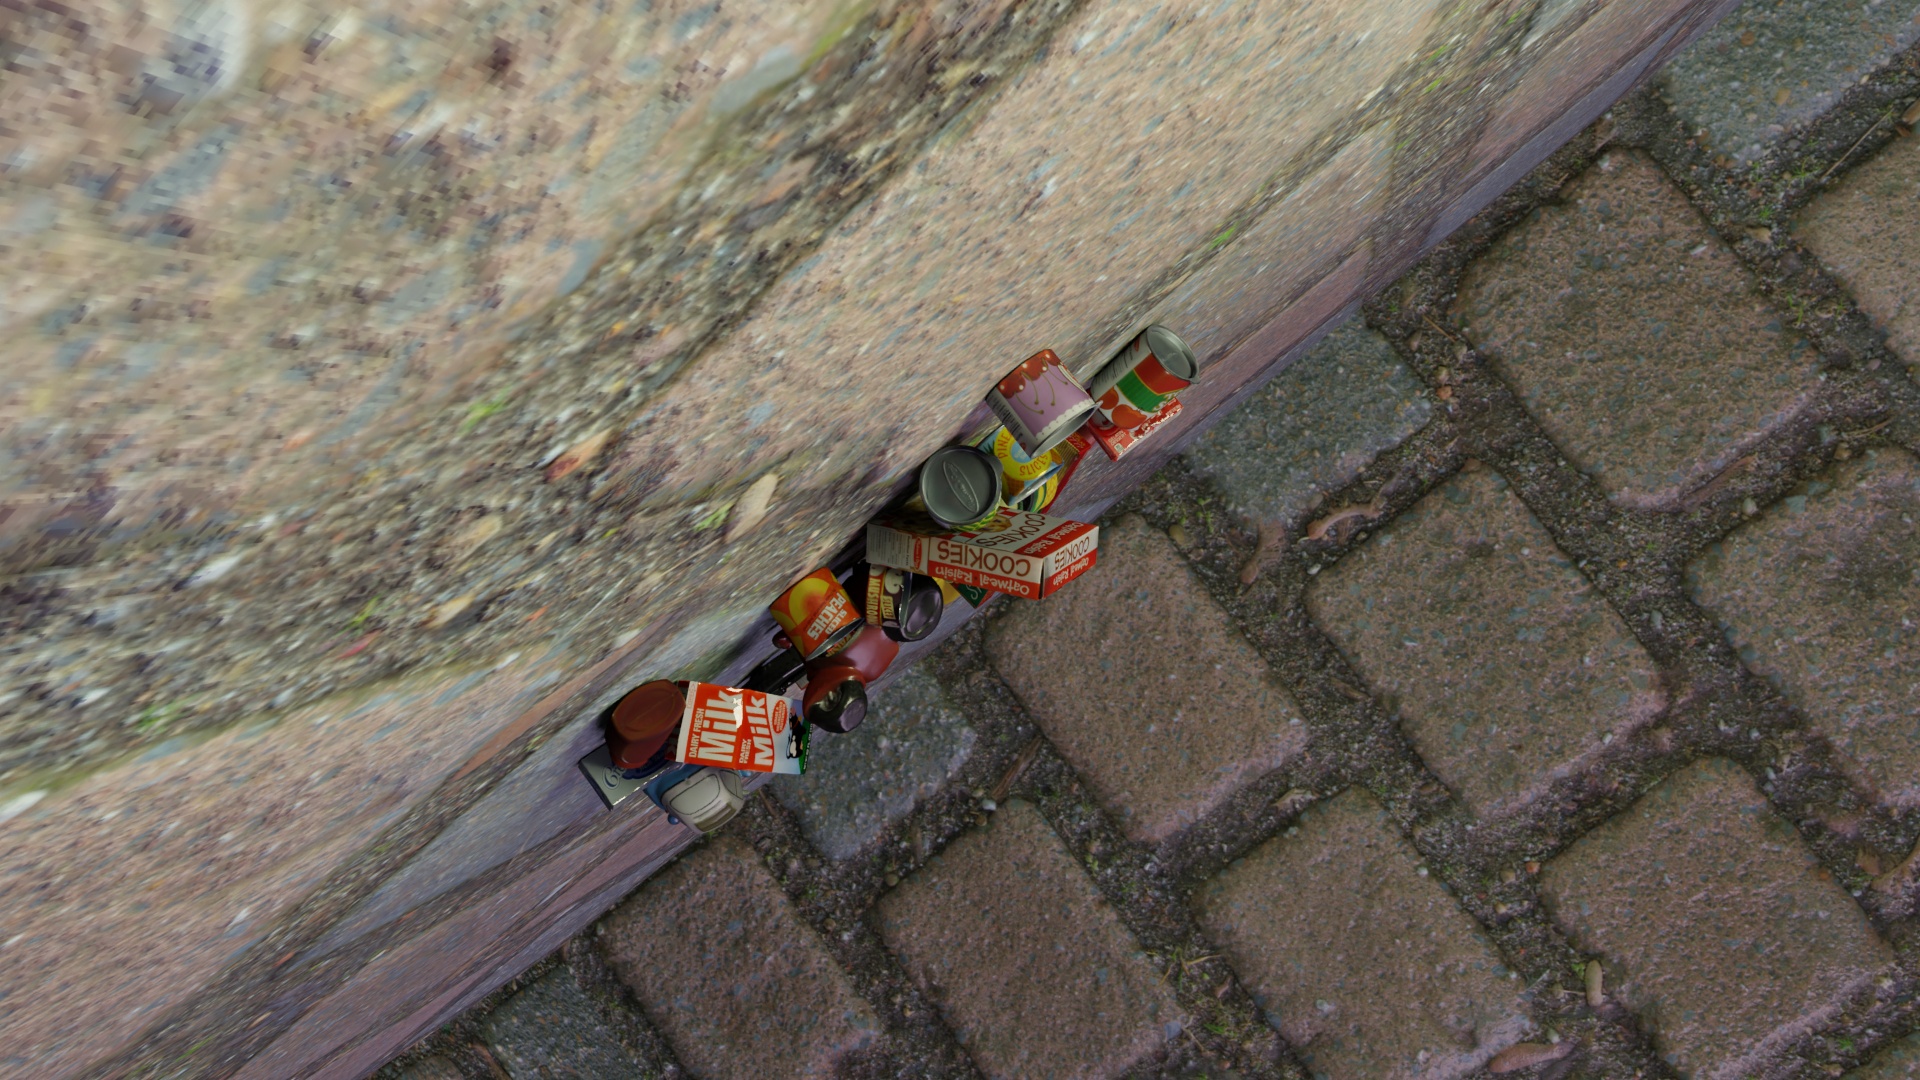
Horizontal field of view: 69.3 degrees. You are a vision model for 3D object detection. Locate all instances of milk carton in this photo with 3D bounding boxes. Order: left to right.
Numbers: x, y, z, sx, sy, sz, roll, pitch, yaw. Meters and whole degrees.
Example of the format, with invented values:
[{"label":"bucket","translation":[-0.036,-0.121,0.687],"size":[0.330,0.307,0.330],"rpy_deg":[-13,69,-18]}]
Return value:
[{"label":"milk carton","translation":[-0.207,0.171,1.268],"size":[0.073,0.072,0.190],"rpy_deg":[5,171,19]}]

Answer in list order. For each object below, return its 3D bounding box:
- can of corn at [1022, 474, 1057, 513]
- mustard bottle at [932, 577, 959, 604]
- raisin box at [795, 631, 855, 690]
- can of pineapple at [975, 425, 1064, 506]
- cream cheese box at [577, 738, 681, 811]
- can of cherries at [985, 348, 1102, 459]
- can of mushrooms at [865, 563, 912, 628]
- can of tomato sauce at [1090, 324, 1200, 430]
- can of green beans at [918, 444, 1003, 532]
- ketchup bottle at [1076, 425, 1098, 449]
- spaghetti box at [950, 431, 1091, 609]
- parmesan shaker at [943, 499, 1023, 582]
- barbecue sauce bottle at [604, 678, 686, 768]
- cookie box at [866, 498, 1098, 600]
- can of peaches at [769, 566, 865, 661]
[{"label":"can of corn","translation":[0.056,-0.056,1.366],"size":[0.071,0.071,0.058],"rpy_deg":[-42,173,31]},{"label":"mustard bottle","translation":[-0.033,0.034,1.561],"size":[0.049,0.065,0.160],"rpy_deg":[-43,167,1]},{"label":"raisin box","translation":[-0.143,0.121,1.662],"size":[0.123,0.040,0.086],"rpy_deg":[-43,171,35]},{"label":"can of pineapple","translation":[0.051,-0.073,1.246],"size":[0.071,0.058,0.071],"rpy_deg":[-37,174,-5]},{"label":"cream cheese box","translation":[-0.294,0.198,1.283],"size":[0.104,0.053,0.024],"rpy_deg":[-34,171,-31]},{"label":"can of cherries","translation":[0.064,-0.106,1.067],"size":[0.071,0.058,0.071],"rpy_deg":[-37,173,-5]},{"label":"can of mushrooms","translation":[-0.063,0.045,1.234],"size":[0.071,0.033,0.071],"rpy_deg":[1,96,-86]},{"label":"can of tomato sauce","translation":[0.176,-0.152,1.320],"size":[0.082,0.071,0.071],"rpy_deg":[-42,173,37]},{"label":"can of green beans","translation":[0.001,-0.042,1.142],"size":[0.071,0.071,0.058],"rpy_deg":[-38,174,-2]},{"label":"ketchup bottle","translation":[0.137,-0.122,1.452],"size":[0.149,0.043,0.064],"rpy_deg":[-37,174,-3]},{"label":"spaghetti box","translation":[0.057,-0.025,1.449],"size":[0.029,0.050,0.248],"rpy_deg":[-31,159,-47]},{"label":"parmesan shaker","translation":[0.005,-0.017,1.330],"size":[0.102,0.071,0.071],"rpy_deg":[-42,173,31]},{"label":"barbecue sauce bottle","translation":[-0.274,0.163,1.185],"size":[0.065,0.043,0.148],"rpy_deg":[-35,174,-28]},{"label":"cookie box","translation":[0.021,0.004,1.208],"size":[0.123,0.167,0.040],"rpy_deg":[-27,125,-59]},{"label":"can of peaches","translation":[-0.127,0.064,1.235],"size":[0.071,0.058,0.071],"rpy_deg":[-37,173,-5]}]
